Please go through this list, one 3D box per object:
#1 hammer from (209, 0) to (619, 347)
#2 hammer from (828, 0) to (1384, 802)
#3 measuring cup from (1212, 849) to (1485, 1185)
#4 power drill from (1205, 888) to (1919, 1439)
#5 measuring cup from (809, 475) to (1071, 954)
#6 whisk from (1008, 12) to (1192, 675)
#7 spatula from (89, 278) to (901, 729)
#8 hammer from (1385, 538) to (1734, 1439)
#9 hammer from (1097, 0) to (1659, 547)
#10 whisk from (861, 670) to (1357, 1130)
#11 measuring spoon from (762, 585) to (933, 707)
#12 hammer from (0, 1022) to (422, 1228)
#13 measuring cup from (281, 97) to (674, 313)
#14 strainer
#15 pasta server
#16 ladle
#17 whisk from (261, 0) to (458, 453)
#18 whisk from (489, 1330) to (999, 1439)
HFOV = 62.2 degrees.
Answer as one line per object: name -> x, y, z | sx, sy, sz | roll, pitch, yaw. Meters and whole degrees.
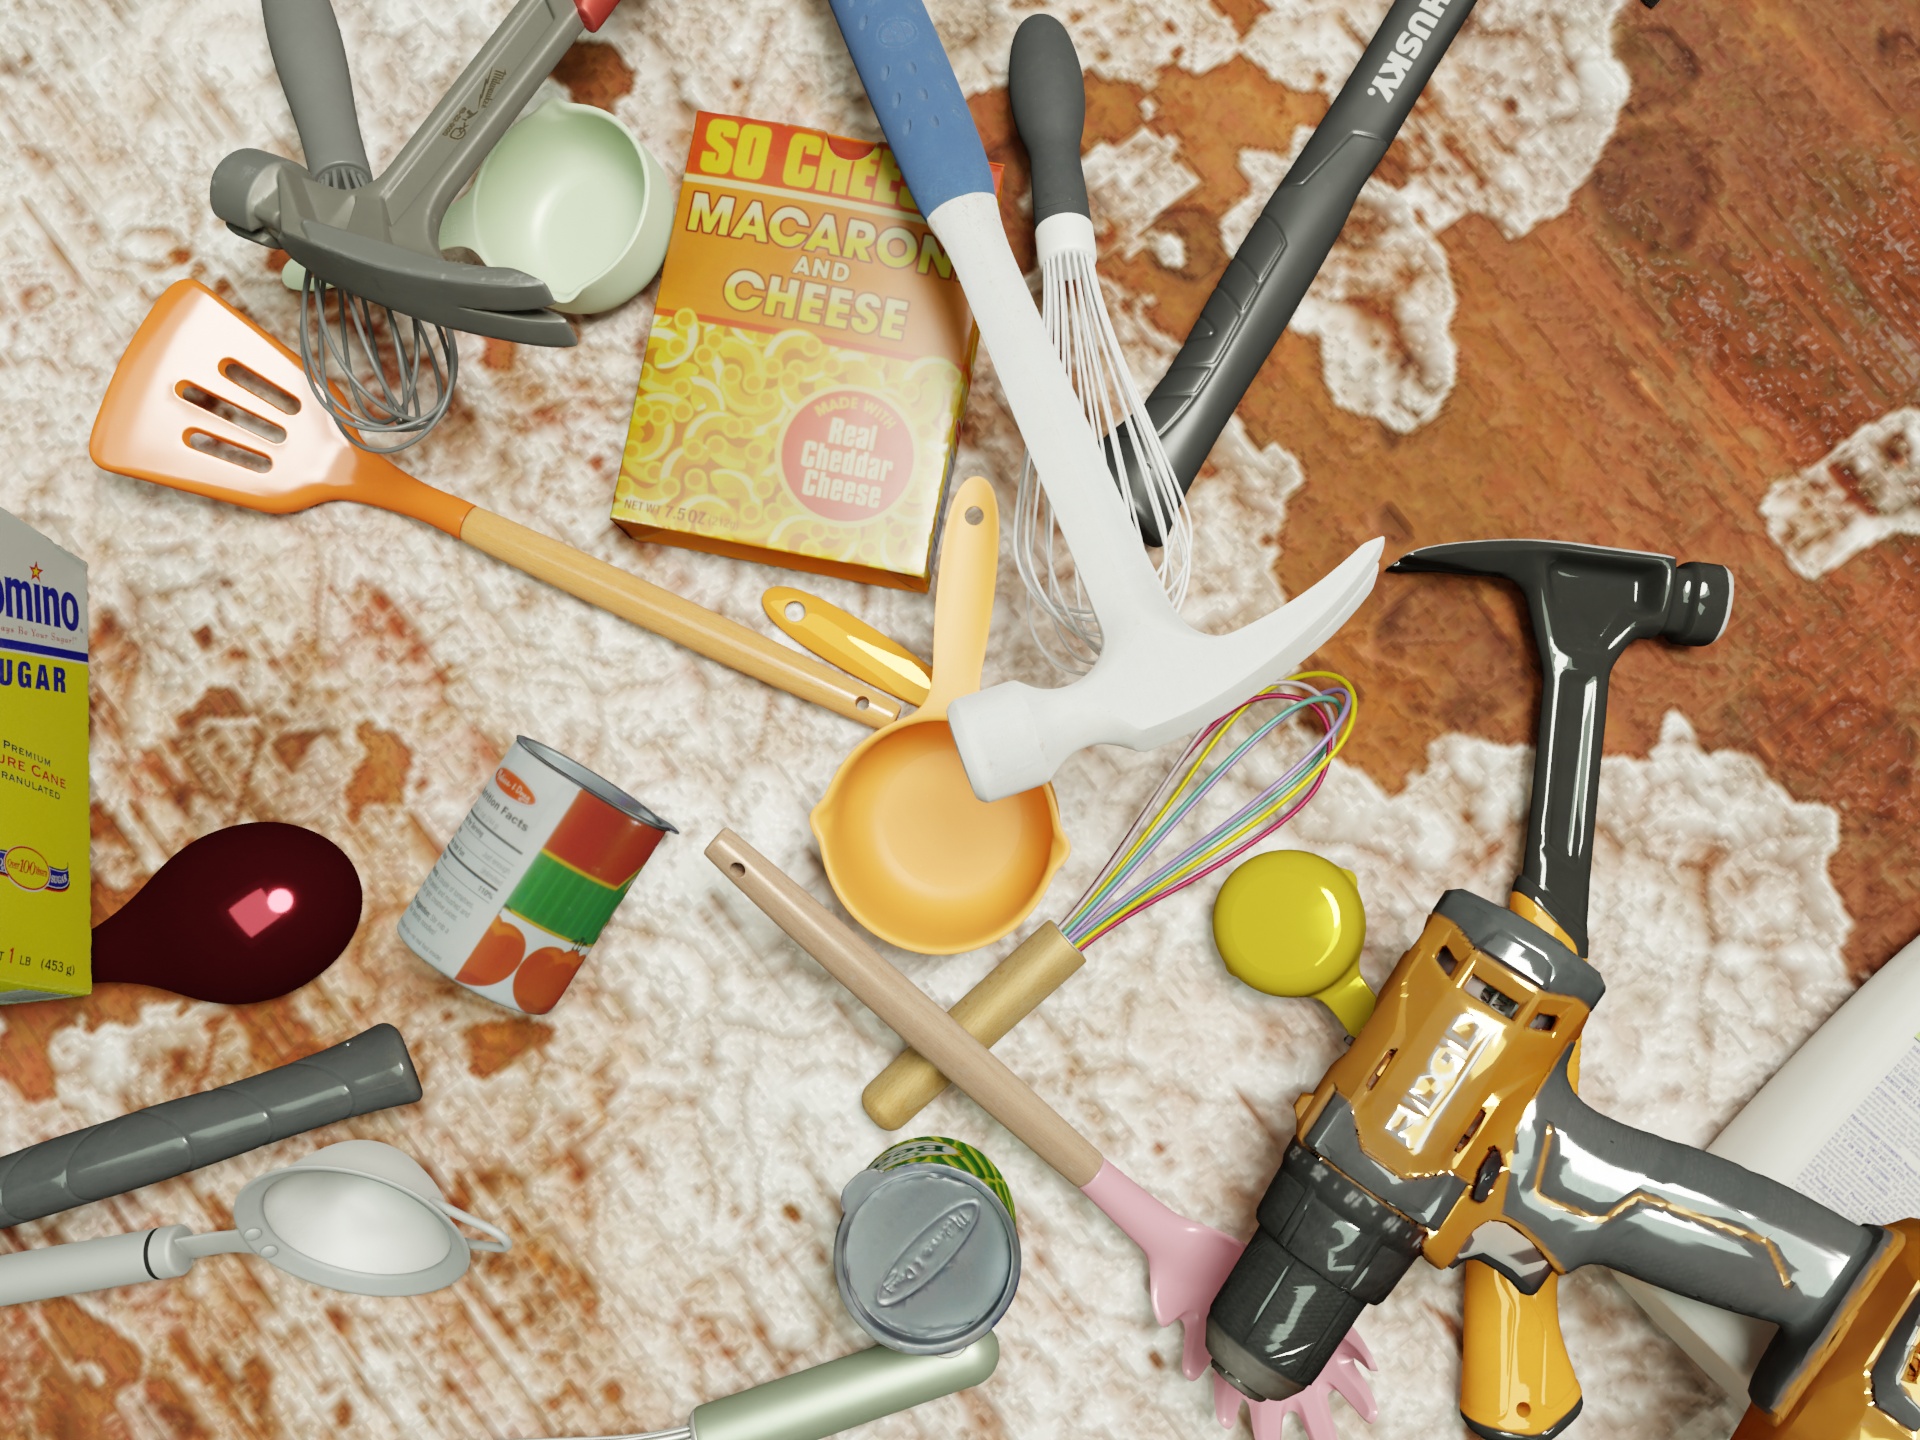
hammer -> -0.117, -0.295, 0.590 | 0.149, 0.036, 0.359 | 22, 70, 20
hammer -> 0.010, -0.173, 0.563 | 0.144, 0.035, 0.406 | -19, 66, -1
measuring cup -> 0.150, 0.114, 0.584 | 0.062, 0.029, 0.157 | -40, 70, 10
power drill -> 0.208, 0.189, 0.517 | 0.226, 0.084, 0.185 | 34, 89, 17
measuring cup -> -0.001, -0.002, 0.596 | 0.095, 0.052, 0.173 | 6, 91, 5
whisk -> 0.044, -0.151, 0.597 | 0.070, 0.070, 0.285 | -4, 71, 0
spatula -> -0.172, -0.068, 0.617 | 0.322, 0.041, 0.081 | 25, 85, 2
hammer -> 0.213, 0.098, 0.603 | 0.127, 0.034, 0.337 | 7, 85, 0
hammer -> 0.153, -0.216, 0.631 | 0.146, 0.035, 0.335 | 31, 86, 4
whisk -> 0.056, 0.068, 0.608 | 0.245, 0.051, 0.047 | -42, 65, 1
measuring spoon -> -0.028, -0.021, 0.626 | 0.117, 0.011, 0.021 | 30, 86, 3
hammer -> -0.396, 0.185, 0.564 | 0.409, 0.149, 0.036 | -17, 101, -8
measuring cup -> -0.192, -0.191, 0.636 | 0.167, 0.038, 0.083 | -9, 82, 16
strainer -> -0.288, 0.195, 0.596 | 0.258, 0.050, 0.086 | -11, 129, 5
pasta server -> 0.028, 0.150, 0.577 | 0.316, 0.040, 0.060 | 43, 101, -6
ladle -> -0.388, 0.105, 0.612 | 0.315, 0.031, 0.069 | -16, 83, 1
whisk -> -0.240, -0.206, 0.613 | 0.055, 0.055, 0.239 | -19, 70, -1
whisk -> -0.103, 0.270, 0.588 | 0.246, 0.058, 0.059 | -17, 115, -4
